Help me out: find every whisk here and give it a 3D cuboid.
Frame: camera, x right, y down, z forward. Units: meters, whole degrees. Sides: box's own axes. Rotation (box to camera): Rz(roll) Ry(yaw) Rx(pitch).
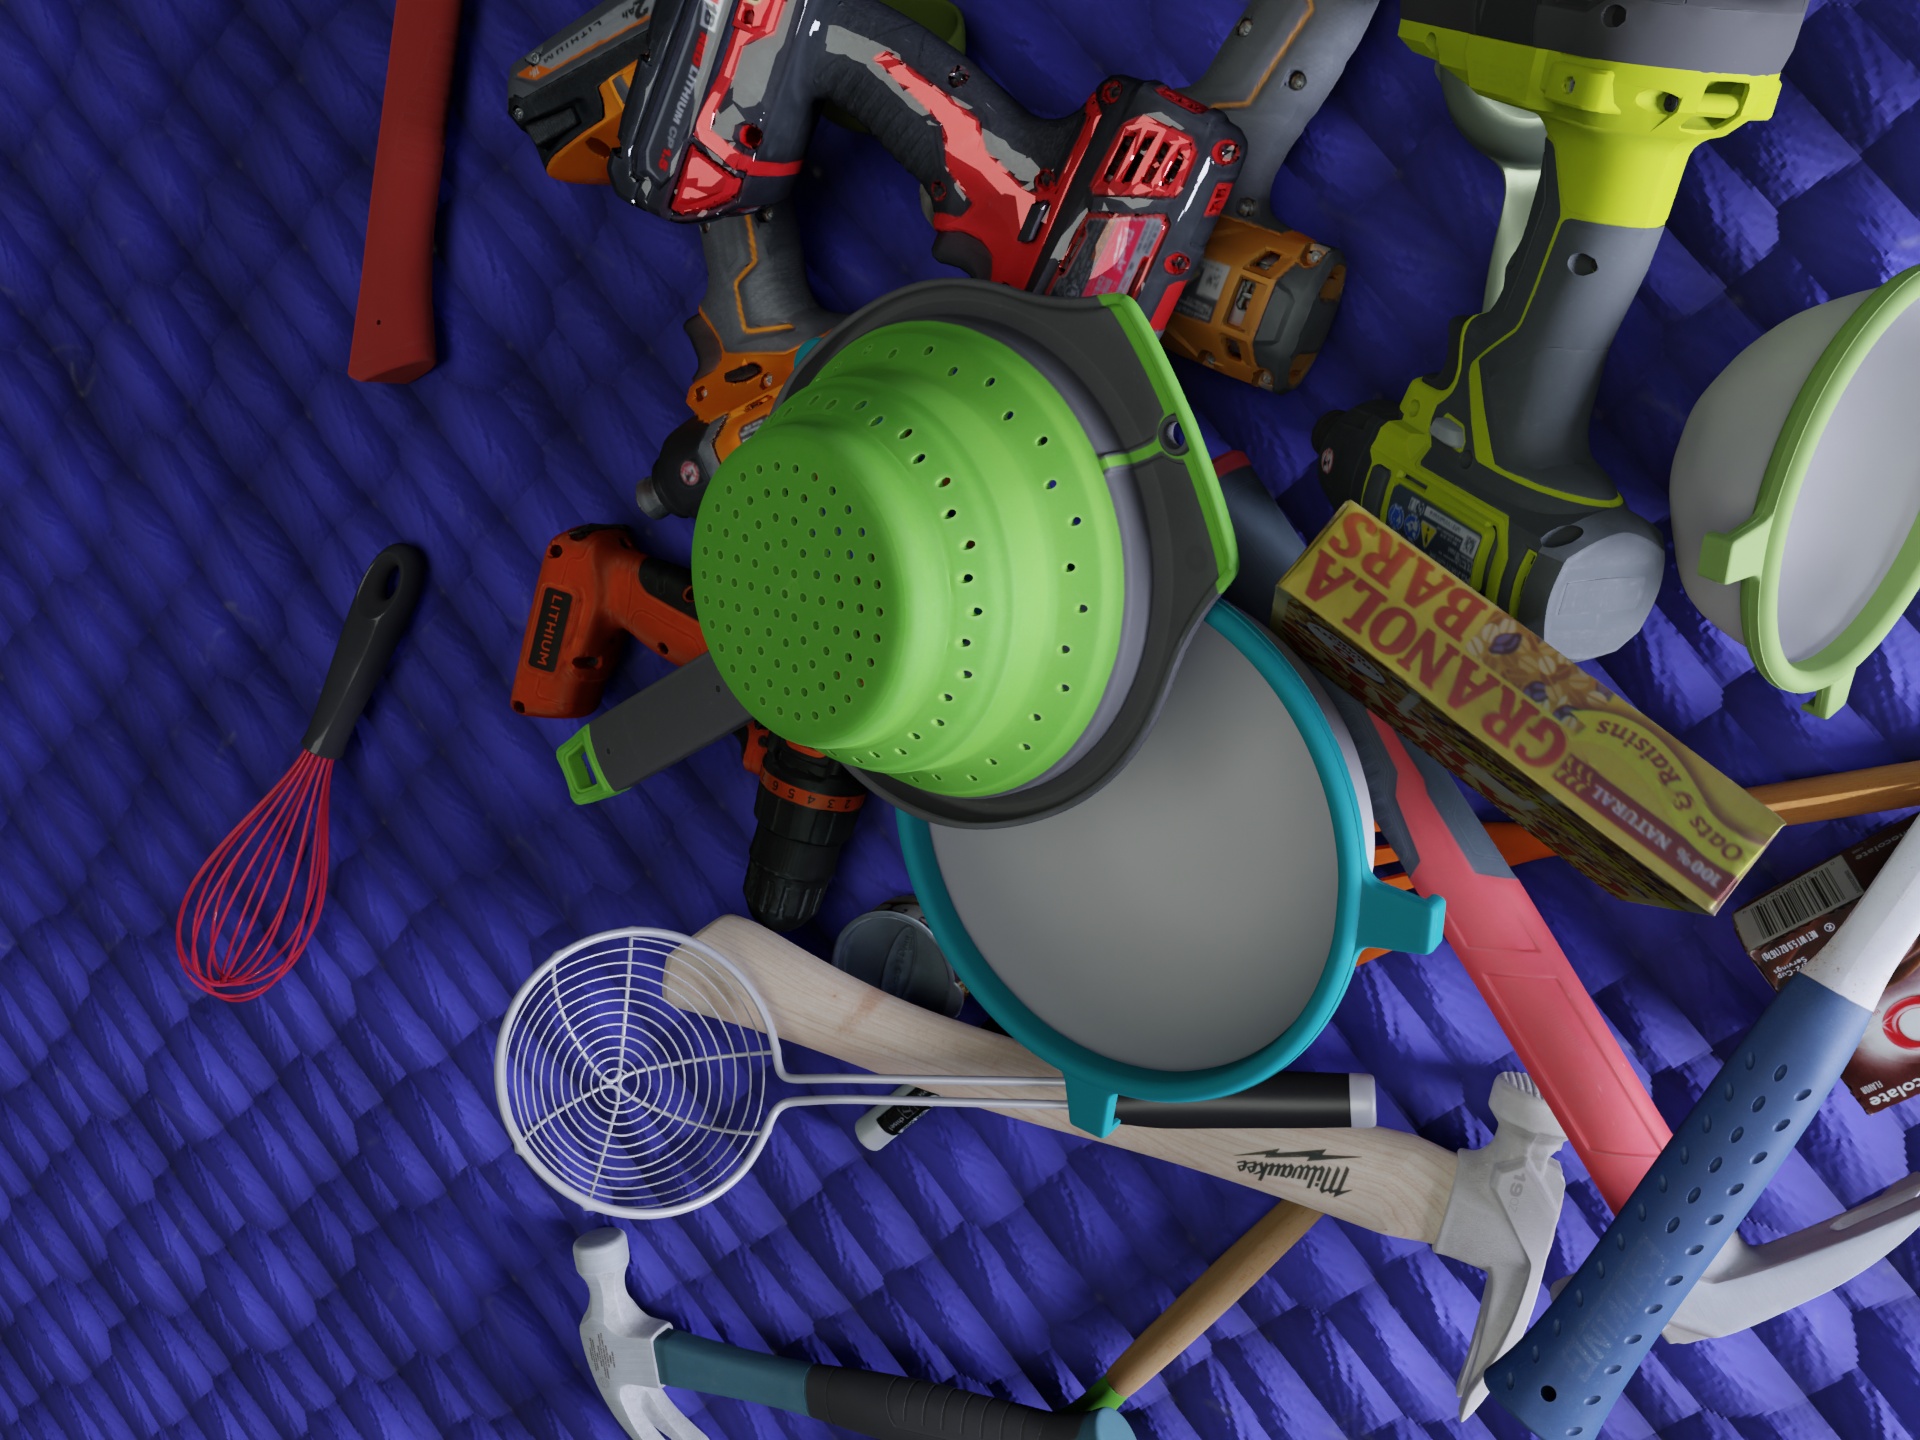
[{"bbox_3d":[-0.365,0.033,0.895,0.073,0.073,0.296,31,103,15],"label":"whisk"}]

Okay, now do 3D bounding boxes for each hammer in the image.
[{"bbox_3d":[-0.274,-0.350,0.794,0.149,0.036,0.359,19,106,19],"label":"hammer"},{"bbox_3d":[0.211,0.054,0.626,0.143,0.038,0.386,-32,83,16],"label":"hammer"},{"bbox_3d":[0.054,0.179,0.721,0.411,0.038,0.146,14,96,14],"label":"hammer"},{"bbox_3d":[-0.063,0.347,0.819,0.331,0.033,0.128,-1,101,30],"label":"hammer"},{"bbox_3d":[0.316,0.089,0.552,0.144,0.035,0.405,34,101,22],"label":"hammer"}]

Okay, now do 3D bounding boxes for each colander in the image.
[{"bbox_3d":[-0.082,-0.027,0.621,0.397,0.094,0.204,-25,84,43],"label":"colander"}]

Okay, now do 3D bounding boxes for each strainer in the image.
[{"bbox_3d":[0.319,-0.137,0.562,0.069,0.151,0.256,28,91,45],"label":"strainer"},{"bbox_3d":[0.047,-0.019,0.639,0.211,0.095,0.340,-43,72,40],"label":"strainer"}]

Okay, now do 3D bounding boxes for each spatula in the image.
[{"bbox_3d":[0.285,0.042,0.631,0.322,0.041,0.081,-12,90,23],"label":"spatula"}]

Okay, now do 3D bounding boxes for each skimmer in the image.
[{"bbox_3d":[-0.012,0.150,0.671,0.363,0.090,0.127,-2,62,13],"label":"skimmer"}]

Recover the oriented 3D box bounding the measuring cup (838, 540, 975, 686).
[{"bbox_3d":[-0.001,-0.002,0.710,0.095,0.052,0.173,-12,96,-13],"label":"measuring cup"}]

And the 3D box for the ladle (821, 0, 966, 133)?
[{"bbox_3d":[-0.089,-0.400,0.698,0.078,0.062,0.320,-25,86,-6],"label":"ladle"}]

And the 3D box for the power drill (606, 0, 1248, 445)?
[{"bbox_3d":[-0.015,-0.205,0.614,0.220,0.078,0.143,28,116,6],"label":"power drill"}]

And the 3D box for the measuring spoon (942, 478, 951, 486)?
[{"bbox_3d":[0.034,-0.080,0.728,0.117,0.011,0.021,37,111,12],"label":"measuring spoon"}]

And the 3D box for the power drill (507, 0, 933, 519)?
[{"bbox_3d":[-0.117,-0.206,0.733,0.164,0.084,0.226,-22,95,24],"label":"power drill"}]

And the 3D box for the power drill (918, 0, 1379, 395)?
[{"bbox_3d":[0.090,-0.266,0.637,0.185,0.084,0.226,26,113,18],"label":"power drill"}]

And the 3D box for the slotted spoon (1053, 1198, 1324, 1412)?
[{"bbox_3d":[0.094,0.306,0.767,0.070,0.031,0.313,46,111,20],"label":"slotted spoon"}]

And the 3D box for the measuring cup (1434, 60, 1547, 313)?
[{"bbox_3d":[0.217,-0.208,0.612,0.083,0.038,0.167,9,101,21],"label":"measuring cup"}]

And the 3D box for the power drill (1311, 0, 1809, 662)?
[{"bbox_3d":[0.192,-0.154,0.561,0.171,0.080,0.223,-127,37,-54],"label":"power drill"}]
